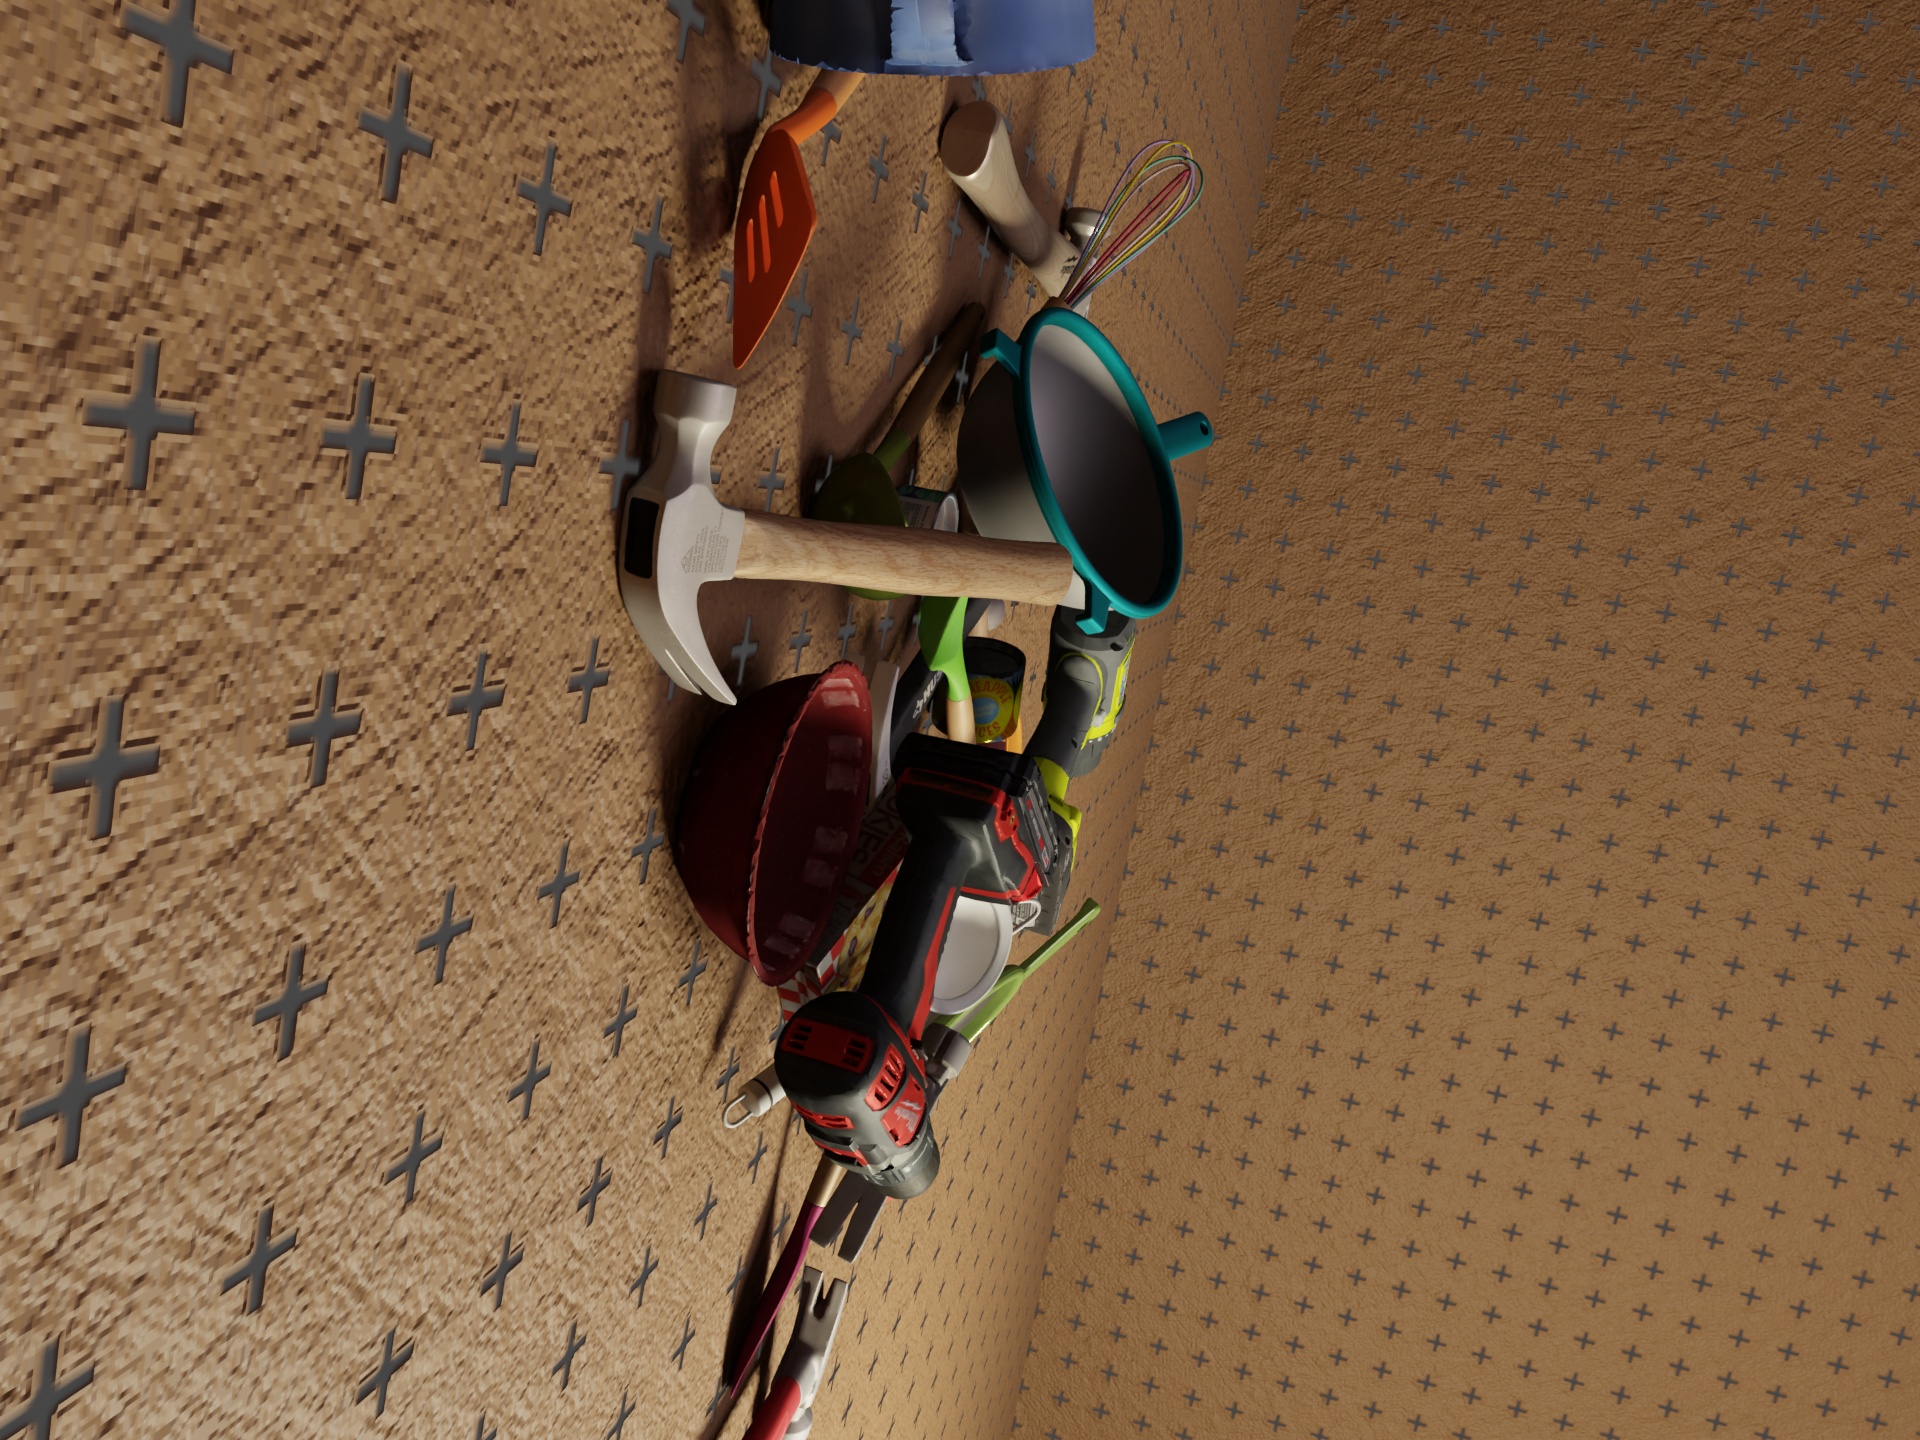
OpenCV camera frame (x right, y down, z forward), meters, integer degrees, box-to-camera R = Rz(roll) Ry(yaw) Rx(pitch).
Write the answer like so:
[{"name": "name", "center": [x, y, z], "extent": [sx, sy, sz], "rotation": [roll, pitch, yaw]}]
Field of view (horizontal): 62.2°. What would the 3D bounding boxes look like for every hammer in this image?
[{"name": "hammer", "center": [-0.056, 0.313, 1.109], "extent": [0.149, 0.037, 0.359], "rotation": [-59, 173, -22]}, {"name": "hammer", "center": [0.047, -0.328, 1.109], "extent": [0.410, 0.038, 0.146], "rotation": [-14, 117, -76]}, {"name": "hammer", "center": [-0.036, -0.074, 0.752], "extent": [0.331, 0.031, 0.130], "rotation": [-2, 108, -58]}, {"name": "hammer", "center": [-0.002, -0.072, 1.078], "extent": [0.146, 0.035, 0.335], "rotation": [90, 22, -44]}, {"name": "hammer", "center": [-0.158, 0.492, 0.943], "extent": [0.386, 0.038, 0.143], "rotation": [-47, 154, -66]}]

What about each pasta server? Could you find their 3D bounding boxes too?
[{"name": "pasta server", "center": [0.021, -0.061, 1.252], "extent": [0.316, 0.040, 0.060], "rotation": [85, -13, -49]}]

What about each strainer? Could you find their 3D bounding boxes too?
[{"name": "strainer", "center": [-0.048, 0.164, 0.941], "extent": [0.258, 0.050, 0.086], "rotation": [-32, 120, -43]}, {"name": "strainer", "center": [0.007, 0.190, 1.202], "extent": [0.256, 0.069, 0.151], "rotation": [-35, 162, -37]}, {"name": "strainer", "center": [0.088, -0.176, 1.115], "extent": [0.340, 0.095, 0.211], "rotation": [-31, 103, -60]}]

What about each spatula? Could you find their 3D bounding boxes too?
[{"name": "spatula", "center": [-0.047, -0.279, 0.707], "extent": [0.081, 0.041, 0.323], "rotation": [-48, -163, 47]}]

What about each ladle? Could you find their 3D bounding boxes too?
[{"name": "ladle", "center": [-0.017, -0.174, 0.923], "extent": [0.320, 0.062, 0.078], "rotation": [-67, 160, -50]}]

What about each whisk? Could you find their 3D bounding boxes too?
[{"name": "whisk", "center": [0.087, -0.302, 1.107], "extent": [0.245, 0.051, 0.047], "rotation": [-52, 172, -3]}]

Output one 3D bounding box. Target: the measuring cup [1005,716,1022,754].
[{"name": "measuring cup", "center": [0.021, 0.051, 1.290], "extent": [0.095, 0.052, 0.173], "rotation": [-43, 147, -39]}]

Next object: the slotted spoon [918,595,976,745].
[{"name": "slotted spoon", "center": [-0.002, -0.003, 1.035], "extent": [0.313, 0.031, 0.070], "rotation": [85, 26, -58]}]

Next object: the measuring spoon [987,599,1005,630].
[{"name": "measuring spoon", "center": [0.021, -0.105, 1.253], "extent": [0.124, 0.018, 0.034], "rotation": [71, 34, -67]}]

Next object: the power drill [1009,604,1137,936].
[{"name": "power drill", "center": [0.068, 0.039, 1.168], "extent": [0.190, 0.080, 0.229], "rotation": [93, 17, -53]}]

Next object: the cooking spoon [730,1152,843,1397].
[{"name": "cooking spoon", "center": [-0.085, 0.292, 1.046], "extent": [0.068, 0.017, 0.319], "rotation": [52, 62, -84]}]

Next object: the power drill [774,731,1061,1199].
[{"name": "power drill", "center": [-0.018, 0.142, 0.871], "extent": [0.187, 0.080, 0.227], "rotation": [71, 36, -53]}]
